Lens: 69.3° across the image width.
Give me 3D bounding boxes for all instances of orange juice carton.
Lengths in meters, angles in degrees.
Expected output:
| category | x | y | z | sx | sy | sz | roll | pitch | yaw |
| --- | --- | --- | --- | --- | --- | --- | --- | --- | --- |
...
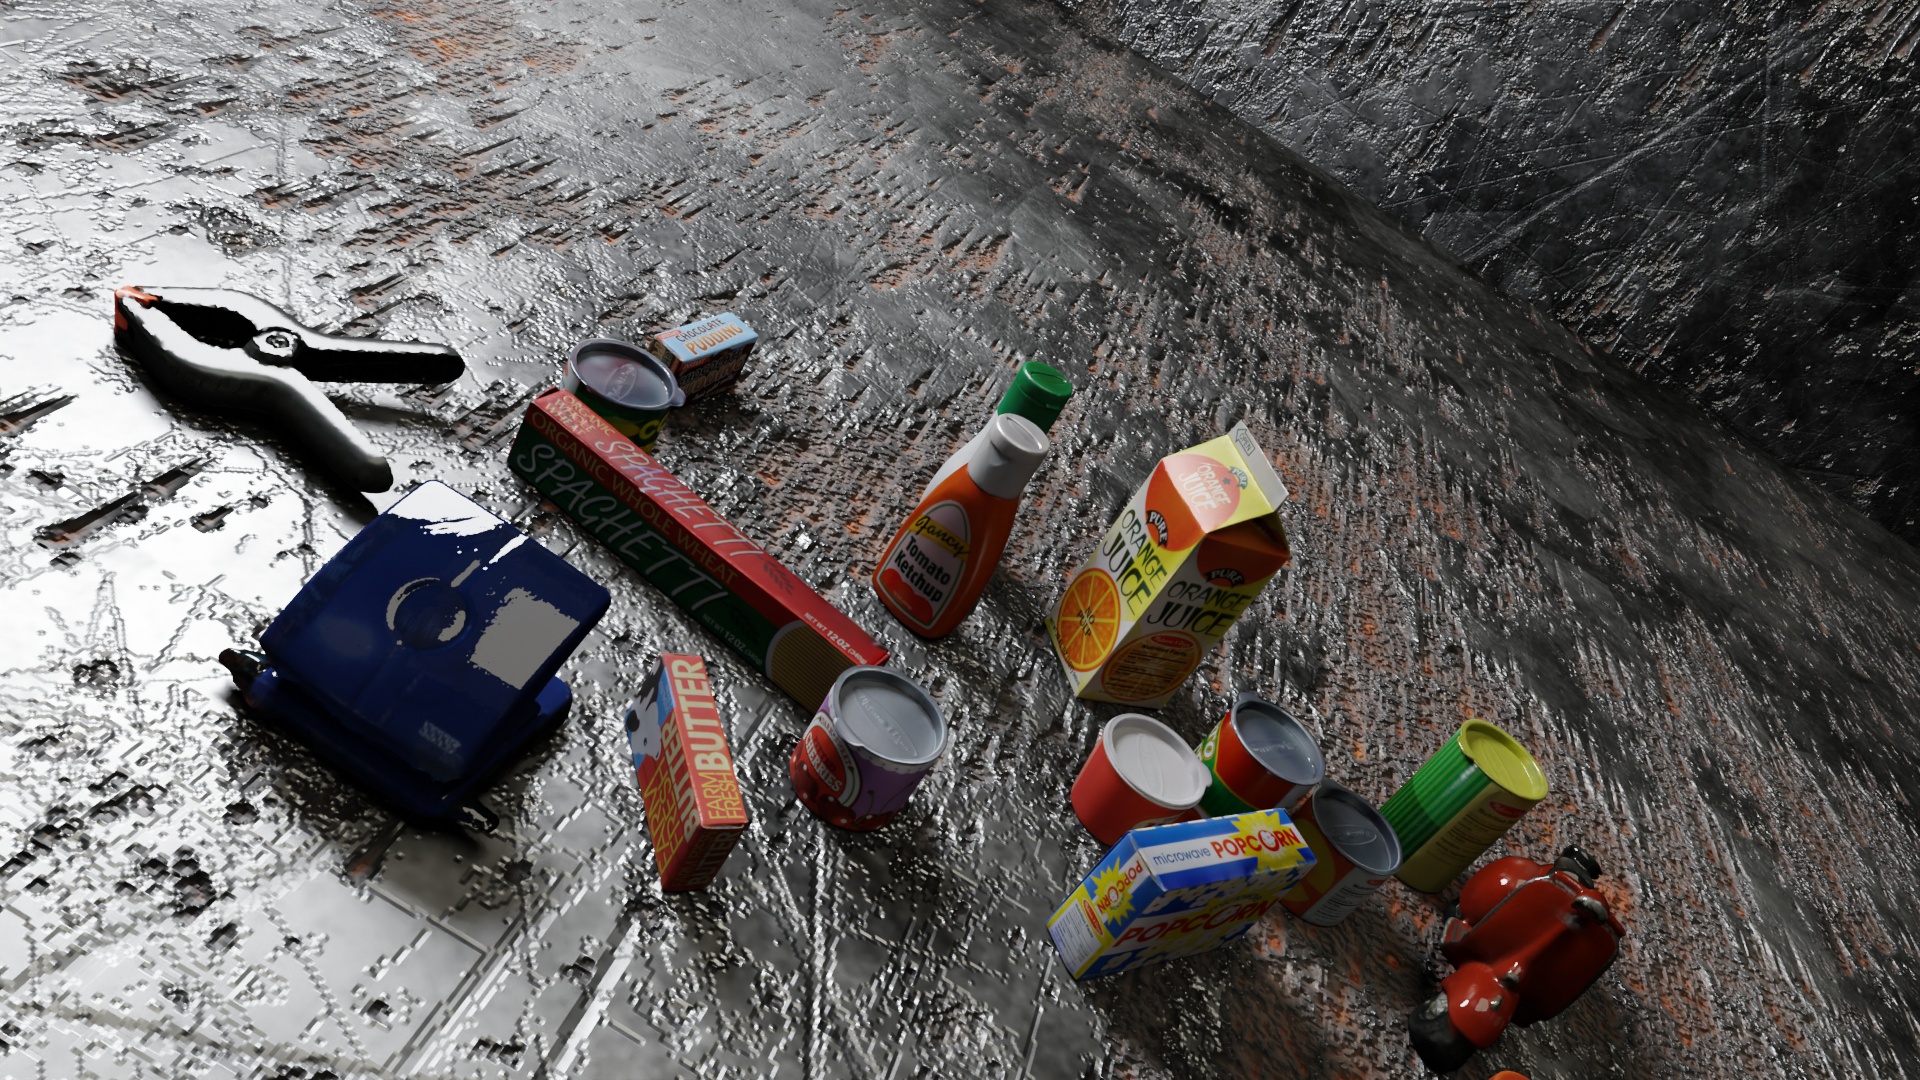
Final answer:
| category | x | y | z | sx | sy | sz | roll | pitch | yaw |
| --- | --- | --- | --- | --- | --- | --- | --- | --- | --- |
| orange juice carton | 0.139 | 0.017 | 0.886 | 0.073 | 0.191 | 0.072 | 12 | 37 | -30 |

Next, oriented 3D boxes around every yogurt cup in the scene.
| category | x | y | z | sx | sy | sz | roll | pitch | yaw |
| --- | --- | --- | --- | --- | --- | --- | --- | --- | --- |
| yogurt cup | 0.101 | 0.144 | 0.812 | 0.072 | 0.053 | 0.073 | 23 | 33 | -16 |

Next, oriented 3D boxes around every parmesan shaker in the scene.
| category | x | y | z | sx | sy | sz | roll | pitch | yaw |
| --- | --- | --- | --- | --- | --- | --- | --- | --- | --- |
| parmesan shaker | 0.324 | 0.175 | 0.918 | 0.071 | 0.102 | 0.072 | 23 | 33 | -16 |

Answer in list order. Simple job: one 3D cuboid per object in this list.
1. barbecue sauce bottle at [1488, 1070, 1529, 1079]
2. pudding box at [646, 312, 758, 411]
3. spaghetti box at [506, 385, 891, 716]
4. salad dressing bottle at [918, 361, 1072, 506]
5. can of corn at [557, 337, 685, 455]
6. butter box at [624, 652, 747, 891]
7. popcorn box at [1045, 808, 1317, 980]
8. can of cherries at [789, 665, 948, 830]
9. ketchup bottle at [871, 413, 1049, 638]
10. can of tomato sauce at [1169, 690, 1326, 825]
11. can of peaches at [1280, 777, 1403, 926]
| category | x | y | z | sx | sy | sz | roll | pitch | yaw |
| --- | --- | --- | --- | --- | --- | --- | --- | --- | --- |
| barbecue sauce bottle | 0.203 | 0.290 | 0.616 | 0.065 | 0.147 | 0.044 | 38 | 32 | 7 |
| pudding box | -0.177 | -0.119 | 0.928 | 0.030 | 0.049 | 0.084 | 40 | 33 | 11 |
| spaghetti box | -0.151 | 0.007 | 0.780 | 0.250 | 0.050 | 0.029 | 38 | 32 | 8 |
| salad dressing bottle | 0.023 | -0.051 | 0.918 | 0.064 | 0.147 | 0.044 | 9 | 39 | -34 |
| can of corn | -0.209 | -0.078 | 0.836 | 0.071 | 0.058 | 0.071 | 23 | 33 | -16 |
| butter box | -0.131 | 0.109 | 0.658 | 0.024 | 0.053 | 0.104 | 9 | 39 | -34 |
| popcorn box | 0.118 | 0.187 | 0.740 | 0.127 | 0.084 | 0.038 | 2 | 43 | -39 |
| can of cherries | -0.050 | 0.109 | 0.723 | 0.071 | 0.058 | 0.072 | 23 | 33 | -16 |
| ketchup bottle | 0.003 | -0.011 | 0.845 | 0.065 | 0.148 | 0.044 | 44 | 33 | 17 |
| can of tomato sauce | 0.168 | 0.145 | 0.841 | 0.071 | 0.082 | 0.071 | 23 | 33 | -16 |
| can of peaches | 0.225 | 0.192 | 0.852 | 0.071 | 0.057 | 0.071 | 23 | 33 | -16 |
